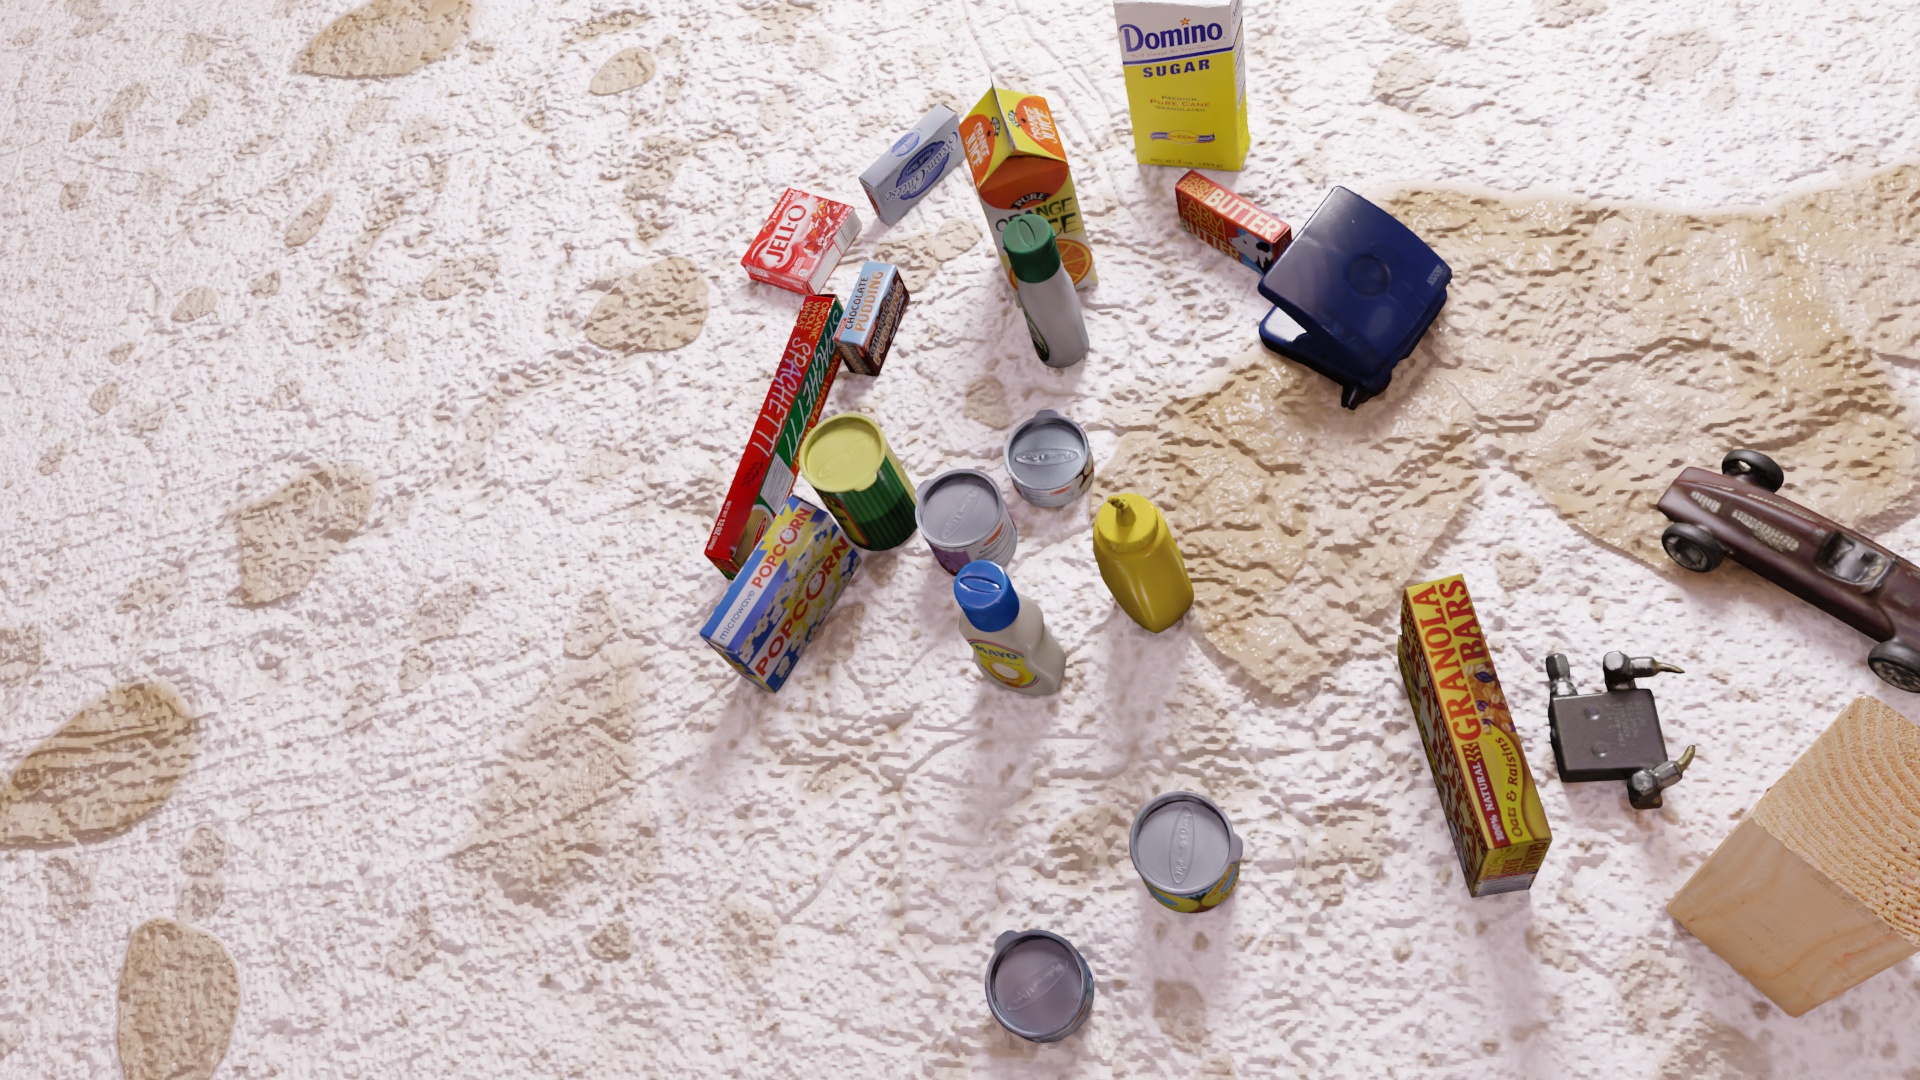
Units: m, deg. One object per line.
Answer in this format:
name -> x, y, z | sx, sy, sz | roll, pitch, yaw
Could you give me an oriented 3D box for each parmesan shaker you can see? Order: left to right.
parmesan shaker -> -0.072, -0.040, 1.047 | 0.071, 0.102, 0.071 | -6, 62, 12

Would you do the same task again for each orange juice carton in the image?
orange juice carton -> 0.051, -0.273, 1.083 | 0.073, 0.192, 0.072 | -17, 60, 7

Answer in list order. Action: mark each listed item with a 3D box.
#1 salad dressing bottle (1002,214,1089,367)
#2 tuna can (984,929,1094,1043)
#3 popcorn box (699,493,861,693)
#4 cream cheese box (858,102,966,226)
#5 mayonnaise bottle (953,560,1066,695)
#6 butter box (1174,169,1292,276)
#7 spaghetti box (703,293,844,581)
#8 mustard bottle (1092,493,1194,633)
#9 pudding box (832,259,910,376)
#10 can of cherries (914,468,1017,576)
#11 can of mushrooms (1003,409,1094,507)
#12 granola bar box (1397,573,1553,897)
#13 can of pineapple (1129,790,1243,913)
salad dressing bottle -> 0.065, -0.190, 1.062 | 0.044, 0.147, 0.064 | -21, 60, 4
tuna can -> 0.049, 0.283, 0.886 | 0.071, 0.032, 0.071 | -6, 62, 12
popcorn box -> -0.132, 0.041, 1.032 | 0.038, 0.085, 0.127 | 24, 72, 25
cream cheese box -> -0.040, -0.329, 1.218 | 0.104, 0.053, 0.024 | -45, 61, -10
mayonnaise bottle -> 0.030, 0.060, 0.941 | 0.065, 0.147, 0.041 | 12, 67, 21
butter box -> 0.218, -0.251, 1.107 | 0.024, 0.053, 0.104 | -45, 61, -9
spaghetti box -> -0.143, -0.086, 1.122 | 0.029, 0.050, 0.251 | 9, 66, 20
mustard bottle -> 0.120, 0.008, 0.937 | 0.049, 0.159, 0.065 | -40, 60, -6
pudding box -> -0.074, -0.185, 1.154 | 0.030, 0.049, 0.084 | 12, 67, 21
can of cherries -> 0.004, -0.013, 1.038 | 0.071, 0.058, 0.072 | -6, 62, 12
can of mushrooms -> 0.068, -0.062, 1.061 | 0.071, 0.033, 0.071 | -6, 62, 12
granola bar box -> 0.308, 0.121, 0.847 | 0.039, 0.123, 0.166 | -13, 61, 9
can of pineapple -> 0.146, 0.201, 0.888 | 0.071, 0.057, 0.071 | -6, 62, 12
